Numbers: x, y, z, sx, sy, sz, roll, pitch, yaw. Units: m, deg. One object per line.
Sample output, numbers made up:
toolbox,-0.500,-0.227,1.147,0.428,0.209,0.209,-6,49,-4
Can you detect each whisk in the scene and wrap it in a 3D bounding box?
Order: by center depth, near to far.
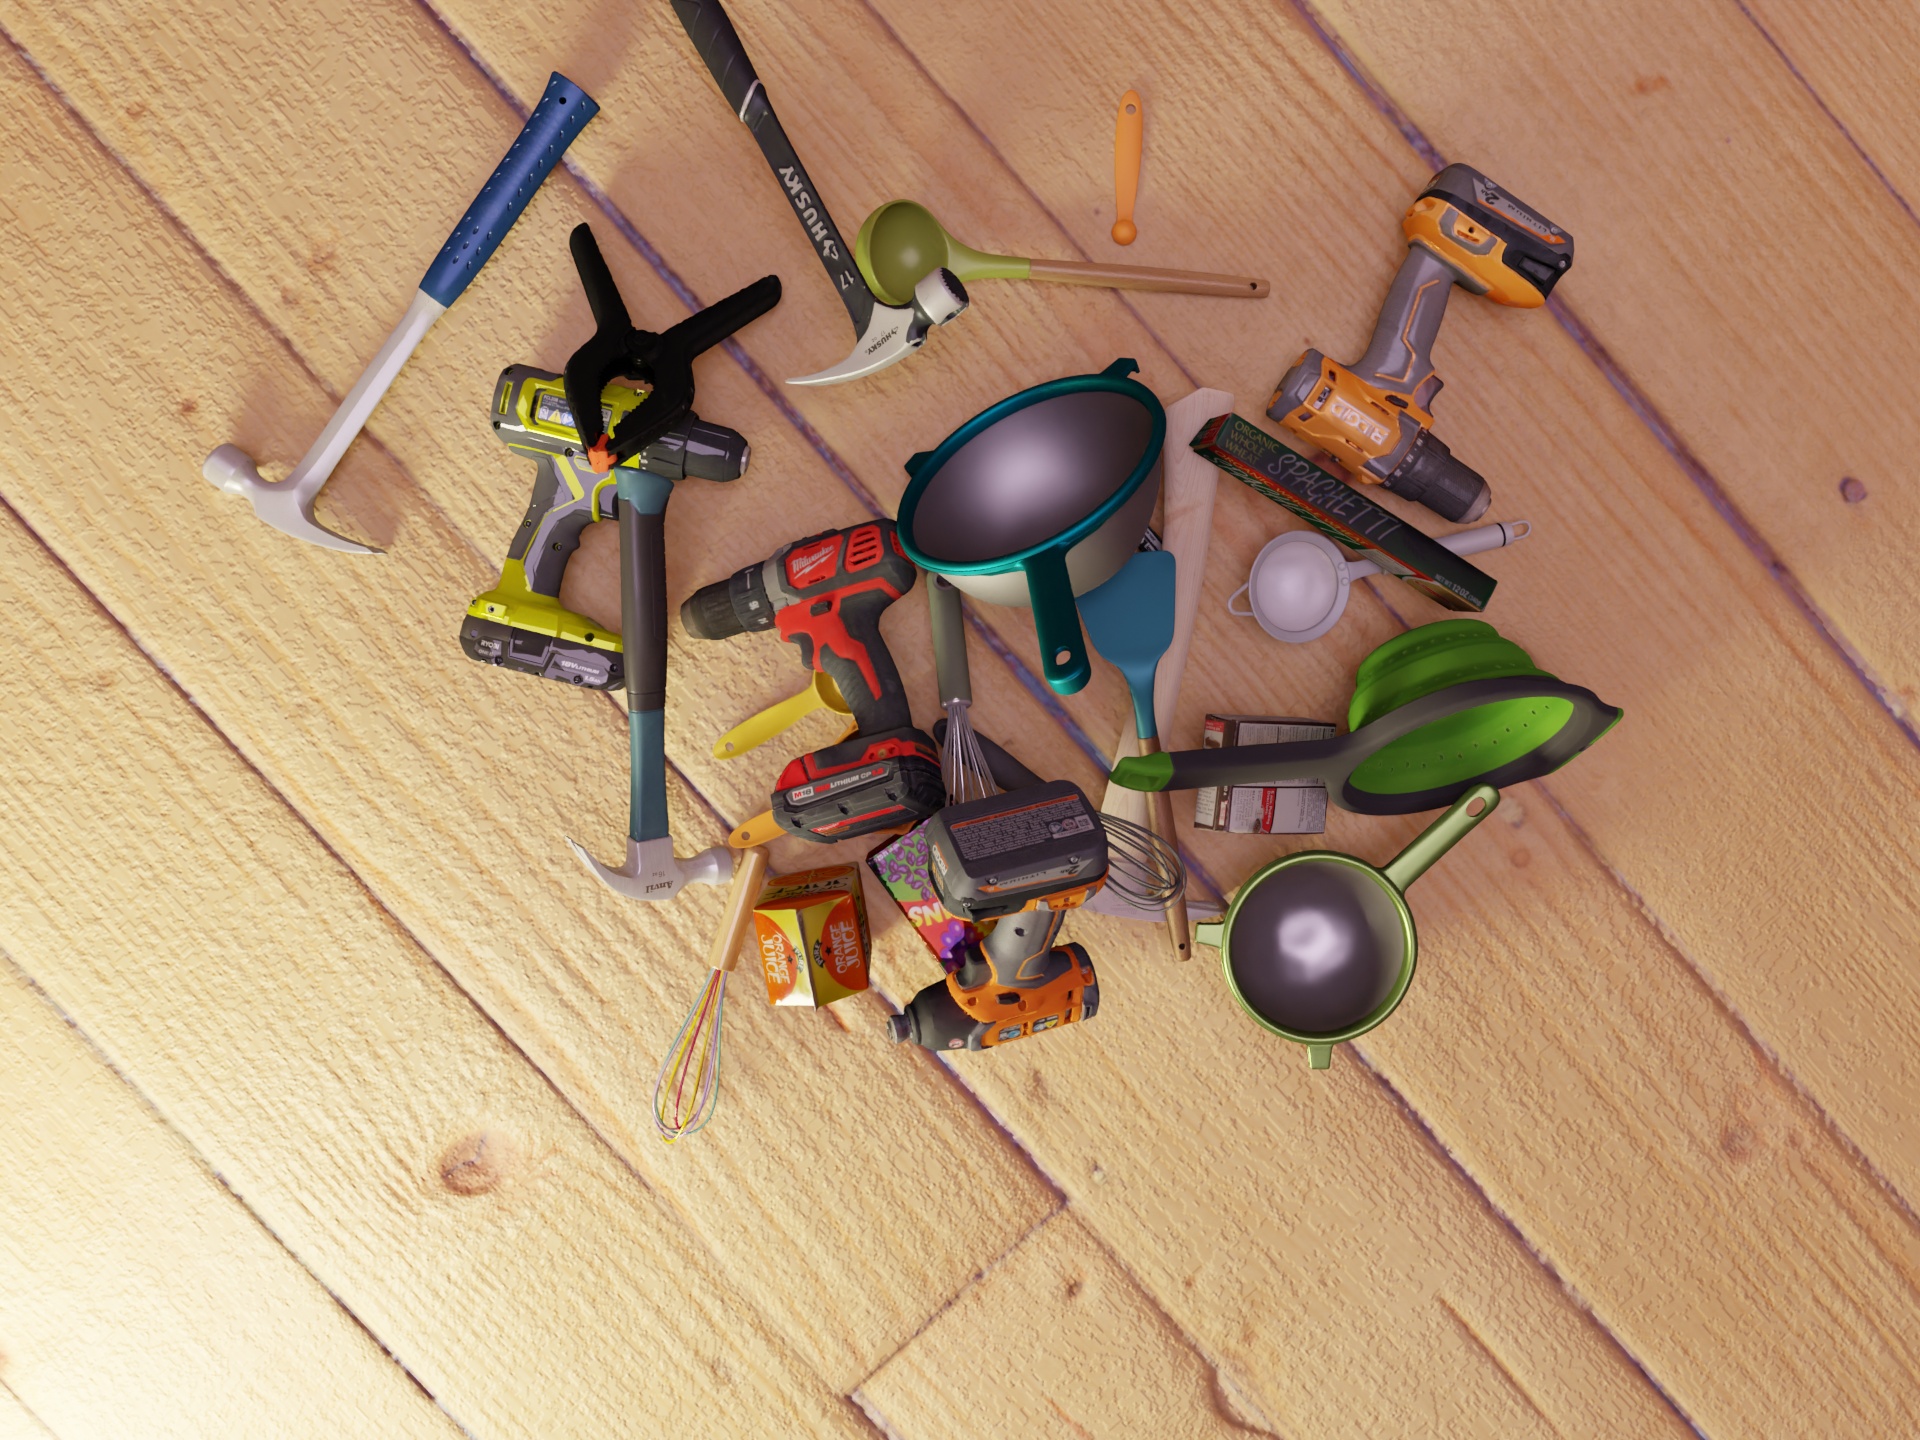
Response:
whisk,0.070,0.067,1.206,0.239,0.055,0.055,35,94,24
whisk,-0.002,-0.004,1.208,0.058,0.059,0.246,-4,74,-8
whisk,-0.193,0.216,1.253,0.051,0.047,0.245,18,91,-1

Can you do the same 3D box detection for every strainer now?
strainer,0.070,-0.110,1.117,0.211,0.341,0.095,-23,130,14
strainer,0.323,-0.120,1.236,0.258,0.050,0.087,-14,102,-6
strainer,0.313,0.136,1.241,0.256,0.069,0.151,-43,92,2

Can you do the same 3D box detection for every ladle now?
ladle,0.080,-0.342,1.206,0.320,0.062,0.078,4,97,-4

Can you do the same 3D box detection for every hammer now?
hammer,-0.147,-0.435,1.171,0.149,0.036,0.409,-32,83,27
hammer,-0.231,-0.023,1.175,0.128,0.033,0.331,-10,110,-35
hammer,-0.402,-0.308,1.209,0.144,0.035,0.405,36,93,-3
hammer,0.165,-0.046,1.225,0.146,0.038,0.410,9,99,-3

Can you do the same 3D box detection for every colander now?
colander,0.286,-0.007,1.170,0.397,0.204,0.095,-4,63,-19

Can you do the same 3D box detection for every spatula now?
spatula,0.146,0.033,1.209,0.082,0.044,0.317,-10,104,0

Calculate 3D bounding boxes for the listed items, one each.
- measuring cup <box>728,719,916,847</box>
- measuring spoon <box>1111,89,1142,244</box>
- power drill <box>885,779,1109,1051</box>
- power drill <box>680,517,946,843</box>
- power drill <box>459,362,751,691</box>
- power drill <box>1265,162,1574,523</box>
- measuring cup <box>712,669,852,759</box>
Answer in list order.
measuring cup,-0.097,0.058,1.238,0.173,0.052,0.095,-24,91,7
measuring spoon,0.129,-0.425,1.221,0.021,0.011,0.117,3,95,-1
power drill,0.024,0.157,1.156,0.164,0.084,0.226,-13,136,-14
power drill,-0.111,-0.027,1.183,0.188,0.080,0.227,-16,72,16
power drill,-0.273,-0.142,1.206,0.190,0.080,0.228,14,92,-2
power drill,0.367,-0.277,1.206,0.185,0.084,0.226,33,98,-4
measuring cup,-0.126,-0.010,1.248,0.156,0.029,0.062,-29,87,13
